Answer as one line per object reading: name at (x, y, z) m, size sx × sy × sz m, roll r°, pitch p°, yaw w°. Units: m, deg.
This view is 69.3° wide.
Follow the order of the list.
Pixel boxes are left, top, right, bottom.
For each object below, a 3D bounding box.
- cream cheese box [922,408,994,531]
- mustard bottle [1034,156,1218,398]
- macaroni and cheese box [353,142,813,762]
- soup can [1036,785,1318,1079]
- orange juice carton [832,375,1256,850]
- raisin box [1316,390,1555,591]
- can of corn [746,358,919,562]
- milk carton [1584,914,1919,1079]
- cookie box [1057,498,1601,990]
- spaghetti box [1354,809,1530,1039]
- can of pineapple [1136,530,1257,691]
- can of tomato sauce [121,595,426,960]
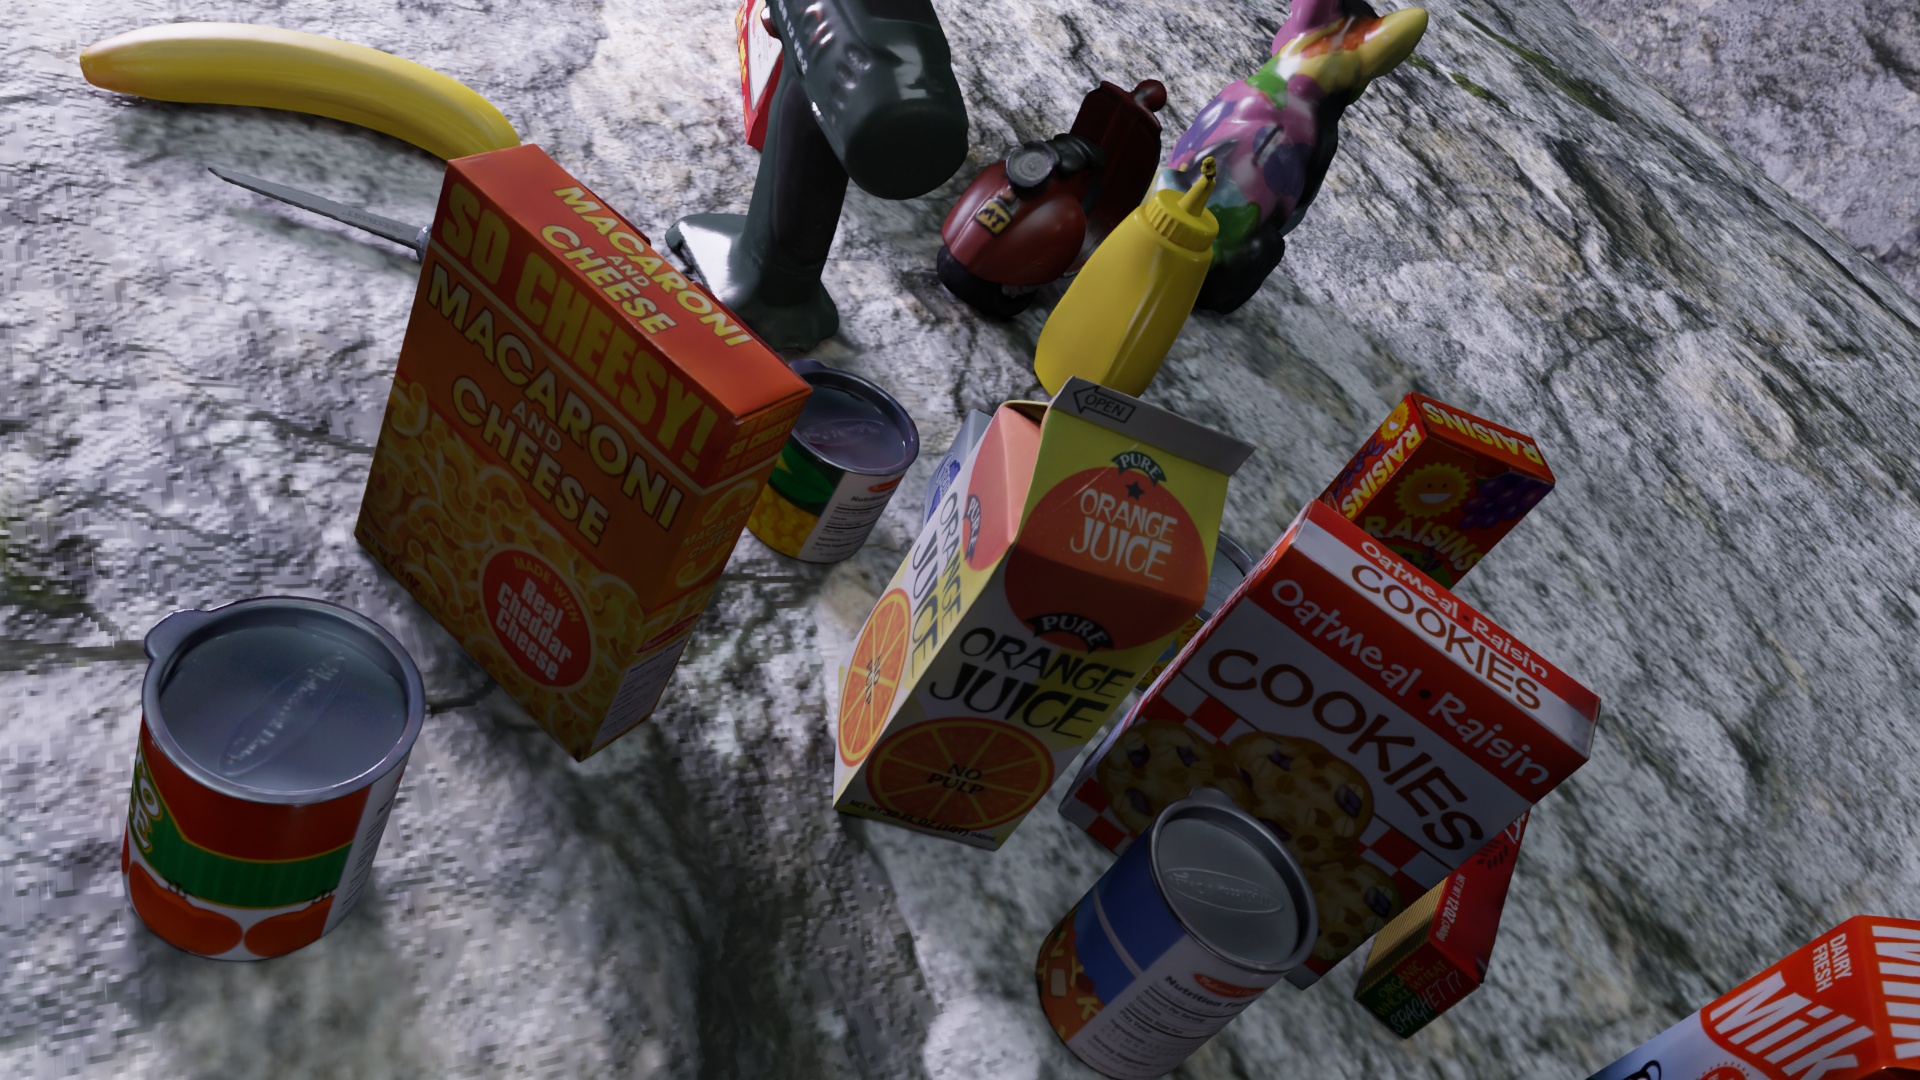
cream cheese box at (0.002, -0.008, 0.626) m, size 0.024 × 0.053 × 0.104 m, roll 22°, pitch 39°, yaw -15°
mustard bottle at (0.098, -0.138, 0.751) m, size 0.049 × 0.159 × 0.065 m, roll -9°, pitch 54°, yaw -42°
macaroni and cheese box at (-0.131, -0.024, 0.456) m, size 0.124 × 0.165 × 0.040 m, roll 42°, pitch 38°, yaw 11°
soup can at (0.074, 0.139, 0.490) m, size 0.071 × 0.083 × 0.072 m, roll 20°, pitch 39°, yaw -17°
orange juice carton at (0.024, 0.023, 0.493) m, size 0.072 × 0.191 × 0.073 m, roll 18°, pitch 39°, yaw -18°
raisin box at (0.241, -0.013, 0.745) m, size 0.086 × 0.122 × 0.040 m, roll 18°, pitch 40°, yaw -19°
can of corn at (-0.061, -0.034, 0.607) m, size 0.071 × 0.058 × 0.071 m, roll 20°, pitch 39°, yaw -17°
milk carton at (0.313, 0.205, 0.499) m, size 0.073 × 0.189 × 0.073 m, roll 35°, pitch 37°, yaw 2°
cookie box at (0.132, 0.082, 0.526) m, size 0.123 × 0.166 × 0.040 m, roll 36°, pitch 37°, yaw 4°
spaghetti box at (0.239, 0.129, 0.647) m, size 0.029 × 0.050 × 0.251 m, roll 39°, pitch 38°, yaw 8°
can of pineapple at (0.102, 0.033, 0.649) m, size 0.071 × 0.057 × 0.071 m, roll 20°, pitch 39°, yaw -17°
can of tomato sauce at (-0.192, 0.066, 0.382) m, size 0.071 × 0.082 × 0.071 m, roll 20°, pitch 39°, yaw -17°
